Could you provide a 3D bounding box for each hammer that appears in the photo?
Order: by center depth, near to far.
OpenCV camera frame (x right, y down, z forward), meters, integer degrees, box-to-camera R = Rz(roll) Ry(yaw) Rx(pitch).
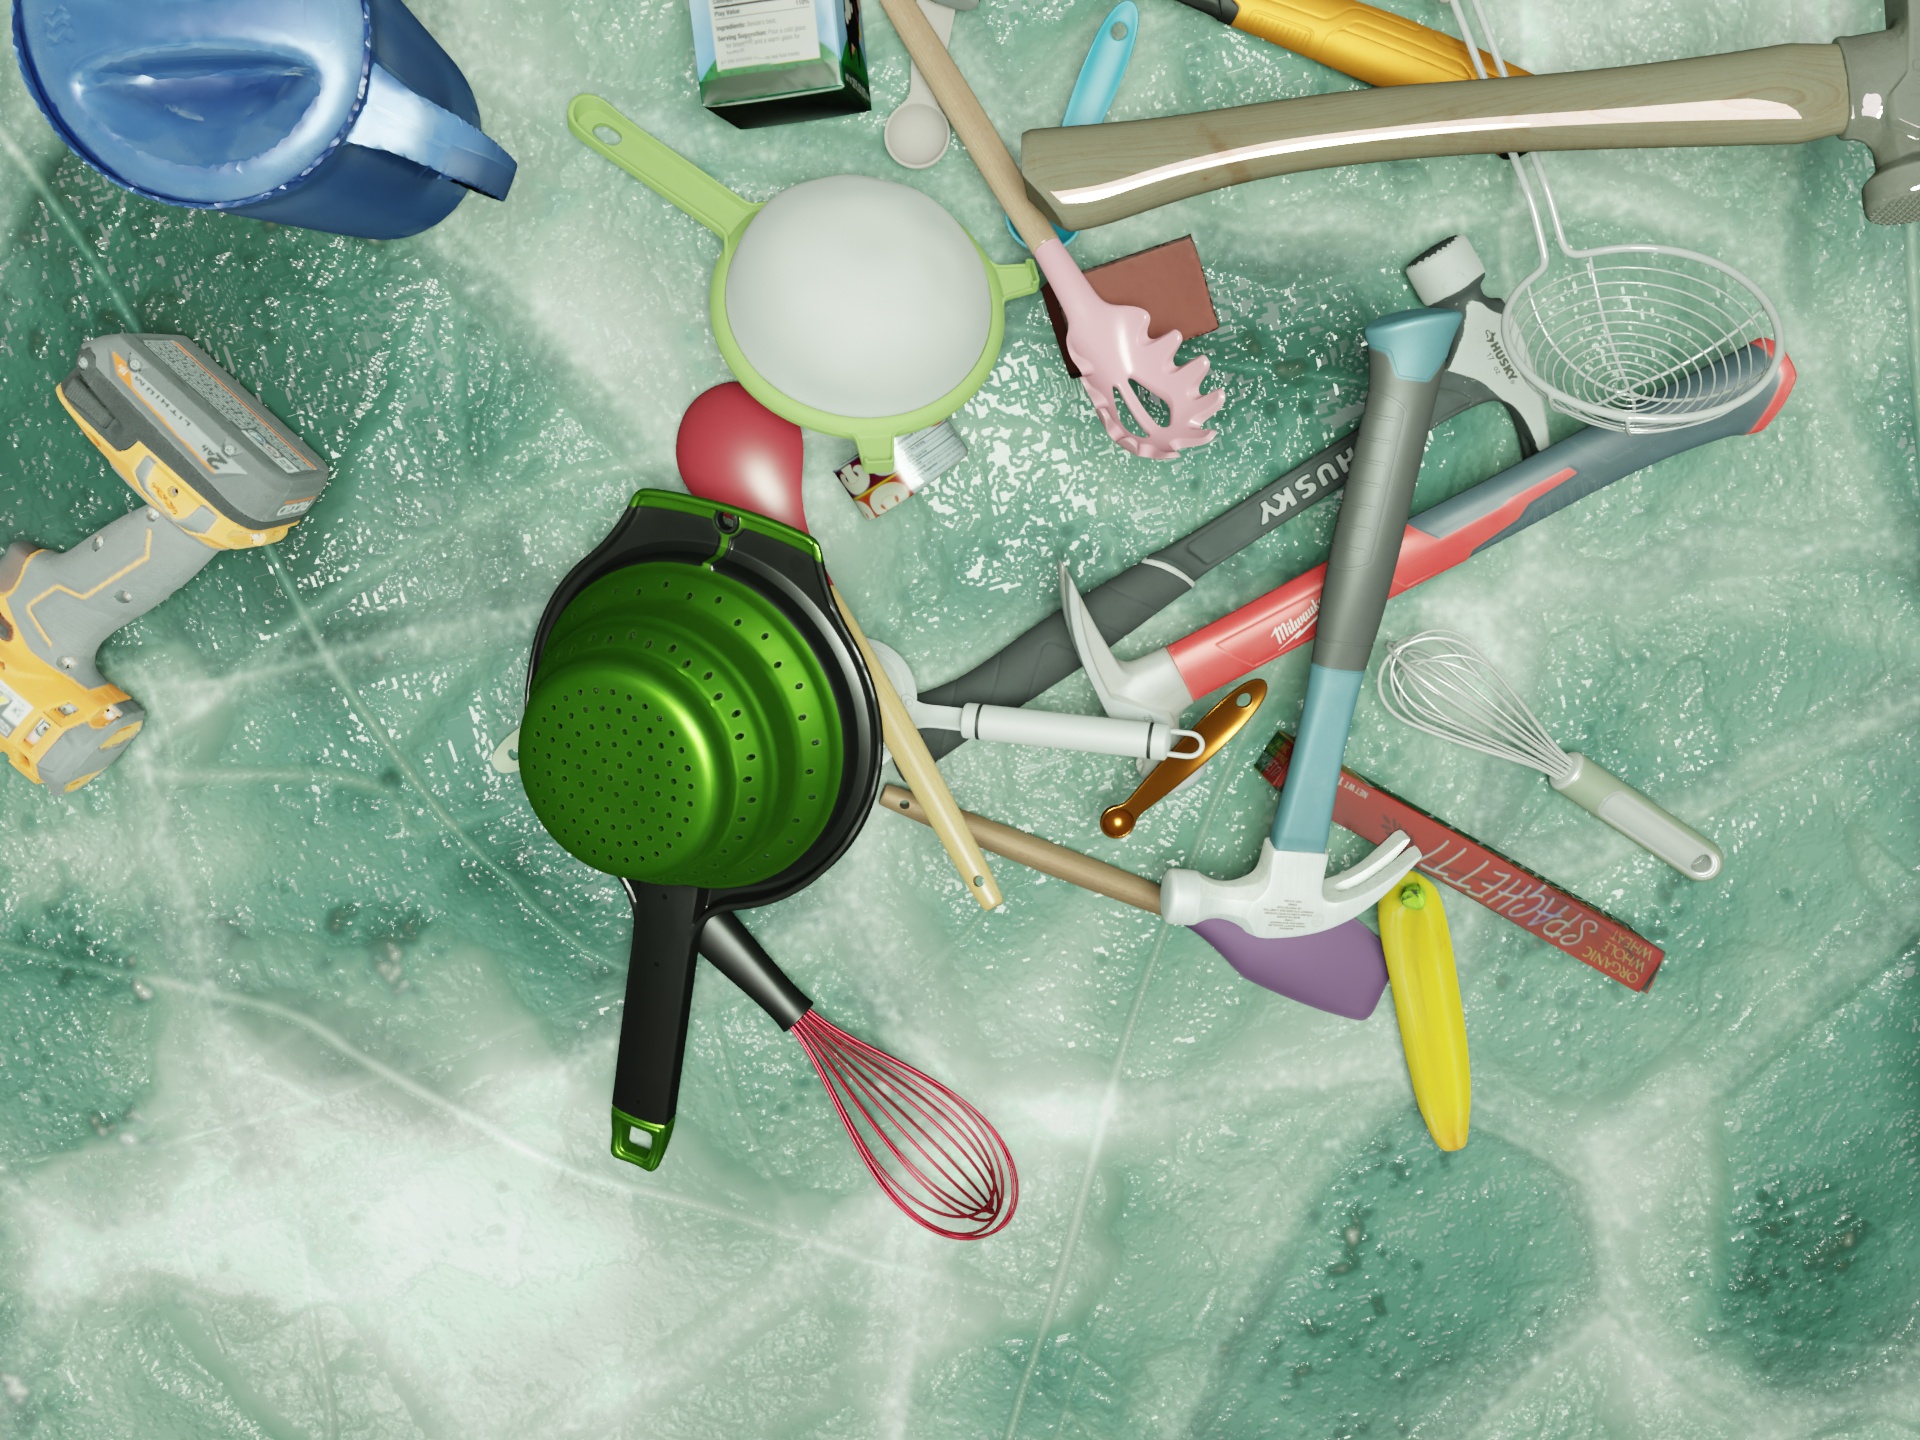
[{"bbox_3d":[0.233,-0.286,0.734,0.410,0.038,0.146,-3,83,7],"label":"hammer"},{"bbox_3d":[0.192,-0.041,0.801,0.128,0.033,0.331,6,110,-7],"label":"hammer"},{"bbox_3d":[0.156,-0.373,0.812,0.337,0.034,0.127,19,94,-7],"label":"hammer"},{"bbox_3d":[0.241,-0.106,0.823,0.386,0.038,0.143,-28,117,5],"label":"hammer"},{"bbox_3d":[0.133,-0.088,0.866,0.409,0.036,0.149,-33,101,4],"label":"hammer"}]

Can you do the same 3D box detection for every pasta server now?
[{"bbox_3d":[0.030,-0.261,0.786,0.060,0.040,0.316,-29,83,-12],"label":"pasta server"}]

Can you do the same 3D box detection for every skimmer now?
[{"bbox_3d":[0.277,-0.307,0.763,0.127,0.090,0.363,-23,93,-7],"label":"skimmer"}]

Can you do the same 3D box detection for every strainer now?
[{"bbox_3d":[-0.091,-0.250,0.788,0.256,0.069,0.151,35,70,4],"label":"strainer"},{"bbox_3d":[-0.001,-0.003,0.834,0.258,0.050,0.087,6,69,12],"label":"strainer"}]

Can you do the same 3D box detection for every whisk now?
[{"bbox_3d":[0.333,0.024,0.889,0.246,0.059,0.057,32,110,-12],"label":"whisk"},{"bbox_3d":[-0.077,0.180,0.897,0.073,0.073,0.296,-44,92,6],"label":"whisk"}]

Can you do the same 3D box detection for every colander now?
[{"bbox_3d":[-0.163,0.086,0.817,0.204,0.094,0.397,17,113,14],"label":"colander"}]

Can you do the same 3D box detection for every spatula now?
[{"bbox_3d":[0.103,0.096,0.906,0.316,0.018,0.060,21,96,-7],"label":"spatula"}]

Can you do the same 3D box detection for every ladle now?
[{"bbox_3d":[-0.060,-0.043,0.815,0.069,0.031,0.315,-30,81,5],"label":"ladle"}]

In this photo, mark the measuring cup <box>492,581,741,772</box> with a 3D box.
[{"bbox_3d":[-0.189,-0.019,0.869,0.167,0.038,0.083,-31,99,20],"label":"measuring cup"}]

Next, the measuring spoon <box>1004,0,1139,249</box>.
[{"bbox_3d":[0.060,-0.304,0.816,0.042,0.021,0.128,21,115,-8],"label":"measuring spoon"}]

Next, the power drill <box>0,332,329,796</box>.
[{"bbox_3d":[-0.464,-0.098,0.818,0.185,0.084,0.226,43,100,-8],"label":"power drill"}]

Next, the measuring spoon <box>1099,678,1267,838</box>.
[{"bbox_3d":[0.117,0.019,0.839,0.117,0.011,0.021,-45,115,9],"label":"measuring spoon"}]

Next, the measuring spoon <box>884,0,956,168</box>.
[{"bbox_3d":[-0.015,-0.347,0.824,0.034,0.018,0.124,9,93,4],"label":"measuring spoon"}]
